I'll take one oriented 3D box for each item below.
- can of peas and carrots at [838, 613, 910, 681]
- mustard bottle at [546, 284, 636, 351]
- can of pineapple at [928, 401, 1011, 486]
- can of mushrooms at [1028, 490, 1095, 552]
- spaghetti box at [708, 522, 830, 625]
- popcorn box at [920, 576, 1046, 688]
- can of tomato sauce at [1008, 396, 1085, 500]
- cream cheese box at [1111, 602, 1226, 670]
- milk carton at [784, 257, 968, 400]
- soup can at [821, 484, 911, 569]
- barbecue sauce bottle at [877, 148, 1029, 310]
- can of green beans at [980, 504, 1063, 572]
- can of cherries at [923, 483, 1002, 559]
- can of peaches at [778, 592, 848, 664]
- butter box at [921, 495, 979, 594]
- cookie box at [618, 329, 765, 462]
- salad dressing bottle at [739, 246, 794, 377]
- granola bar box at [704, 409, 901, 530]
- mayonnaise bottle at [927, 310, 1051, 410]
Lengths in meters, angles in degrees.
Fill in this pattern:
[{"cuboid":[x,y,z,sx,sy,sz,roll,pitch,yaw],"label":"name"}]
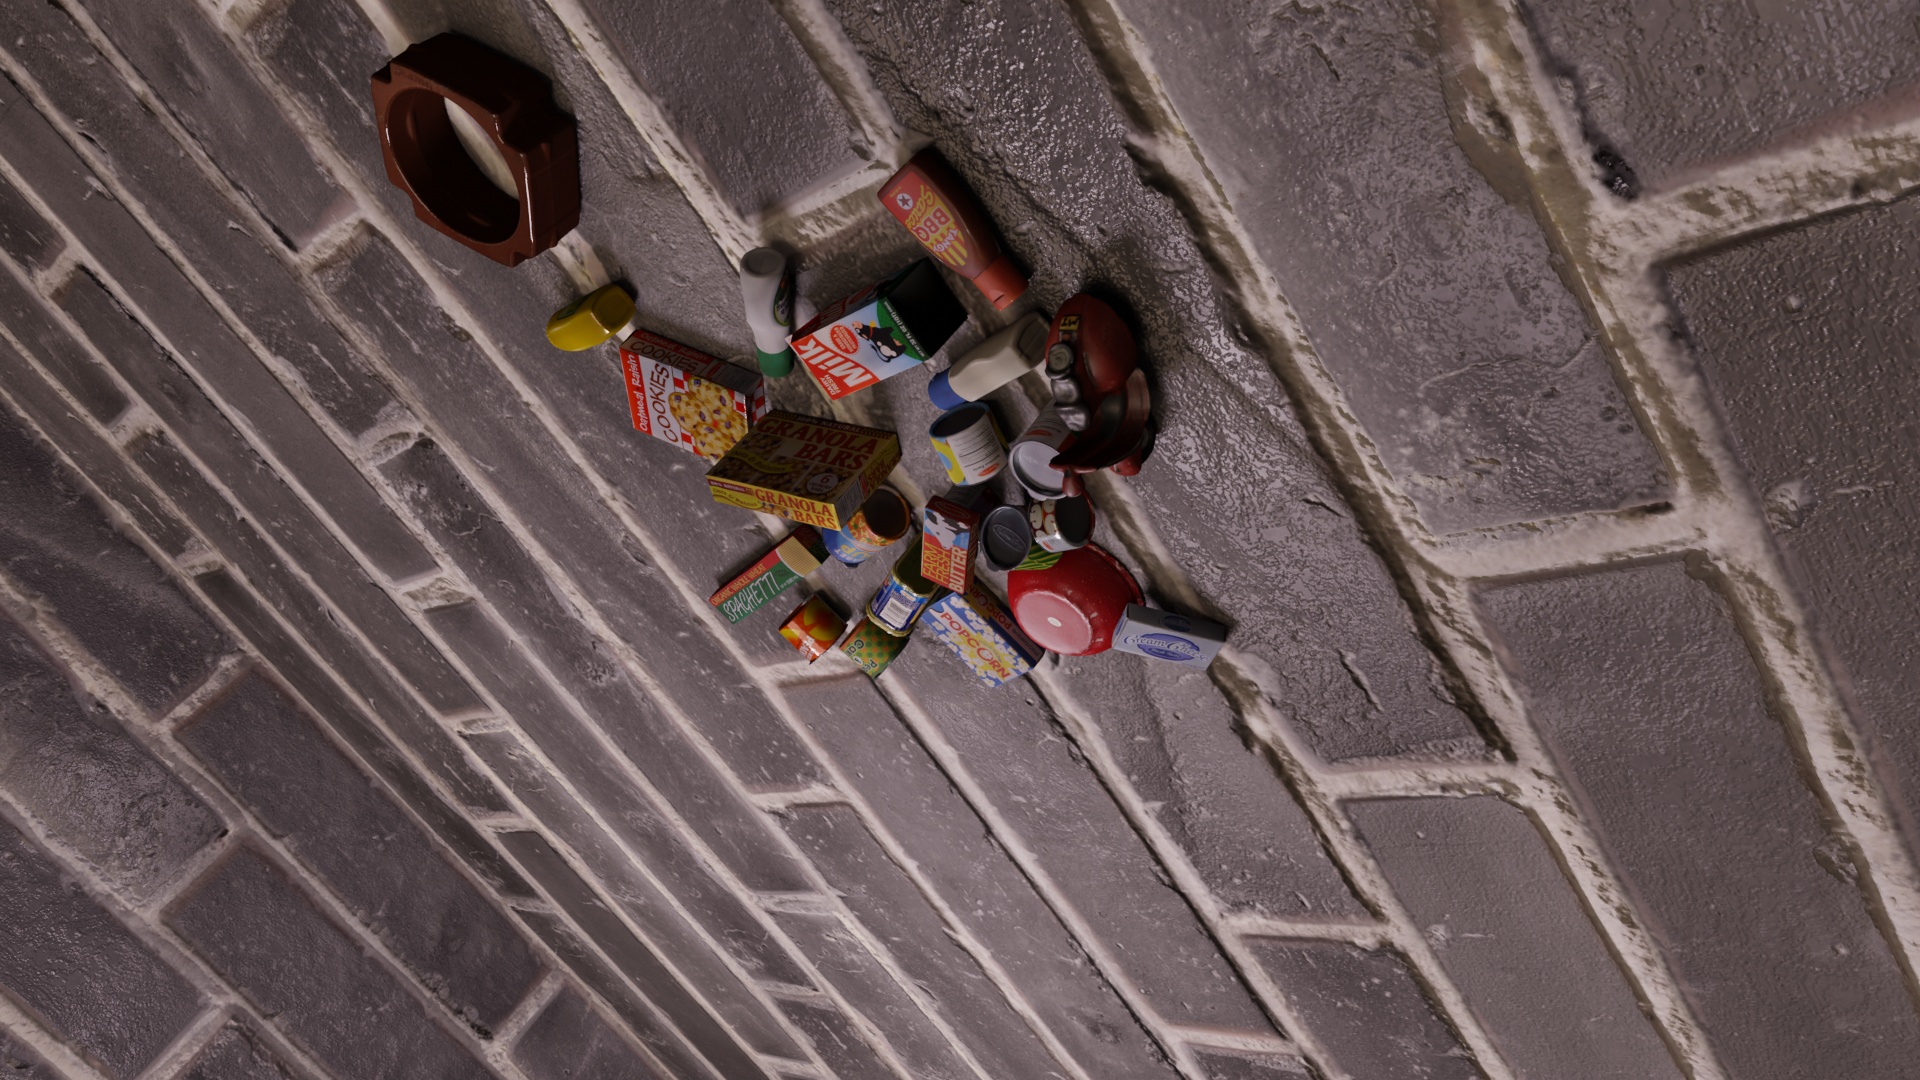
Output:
[{"cuboid":[-0.105,0.124,1.659,0.059,0.071,0.070,41,142,-4],"label":"can of peas and carrots"},{"cuboid":[-0.423,-0.241,1.546,0.160,0.065,0.048,-9,127,47],"label":"mustard bottle"},{"cuboid":[0.009,-0.095,1.354,0.071,0.071,0.057,-2,127,39],"label":"can of pineapple"},{"cuboid":[0.100,-0.025,1.356,0.033,0.071,0.071,-12,121,44],"label":"can of mushrooms"},{"cuboid":[-0.239,0.045,1.718,0.050,0.029,0.249,46,141,-10],"label":"spaghetti box"},{"cuboid":[0.024,0.103,1.565,0.126,0.038,0.085,45,142,-10],"label":"popcorn box"},{"cuboid":[0.093,-0.087,1.281,0.071,0.083,0.070,21,139,20],"label":"can of tomato sauce"},{"cuboid":[0.209,0.097,1.397,0.104,0.024,0.053,14,139,-5],"label":"cream cheese box"},{"cuboid":[-0.092,-0.194,1.326,0.190,0.074,0.072,-16,118,46],"label":"milk carton"},{"cuboid":[-0.102,-0.015,1.518,0.071,0.072,0.083,47,141,-12],"label":"soup can"},{"cuboid":[-0.002,-0.266,1.207,0.148,0.044,0.064,46,140,-11],"label":"barbecue sauce bottle"},{"cuboid":[0.063,-0.003,1.389,0.071,0.058,0.071,-1,89,41],"label":"can of green beans"},{"cuboid":[0.005,-0.018,1.440,0.071,0.059,0.071,20,138,19],"label":"can of cherries"},{"cuboid":[-0.182,0.108,1.704,0.058,0.071,0.071,46,141,-9],"label":"can of peaches"},{"cuboid":[-0.011,0.005,1.407,0.053,0.024,0.103,23,138,18],"label":"butter box"},{"cuboid":[-0.296,-0.154,1.553,0.167,0.040,0.122,22,139,18],"label":"cookie box"},{"cuboid":[-0.190,-0.224,1.386,0.044,0.064,0.147,9,145,5],"label":"salad dressing bottle"},{"cuboid":[-0.164,-0.076,1.459,0.165,0.125,0.038,13,136,28],"label":"granola bar box"},{"cuboid":[0.024,-0.160,1.282,0.041,0.065,0.147,45,146,-15],"label":"mayonnaise bottle"}]
